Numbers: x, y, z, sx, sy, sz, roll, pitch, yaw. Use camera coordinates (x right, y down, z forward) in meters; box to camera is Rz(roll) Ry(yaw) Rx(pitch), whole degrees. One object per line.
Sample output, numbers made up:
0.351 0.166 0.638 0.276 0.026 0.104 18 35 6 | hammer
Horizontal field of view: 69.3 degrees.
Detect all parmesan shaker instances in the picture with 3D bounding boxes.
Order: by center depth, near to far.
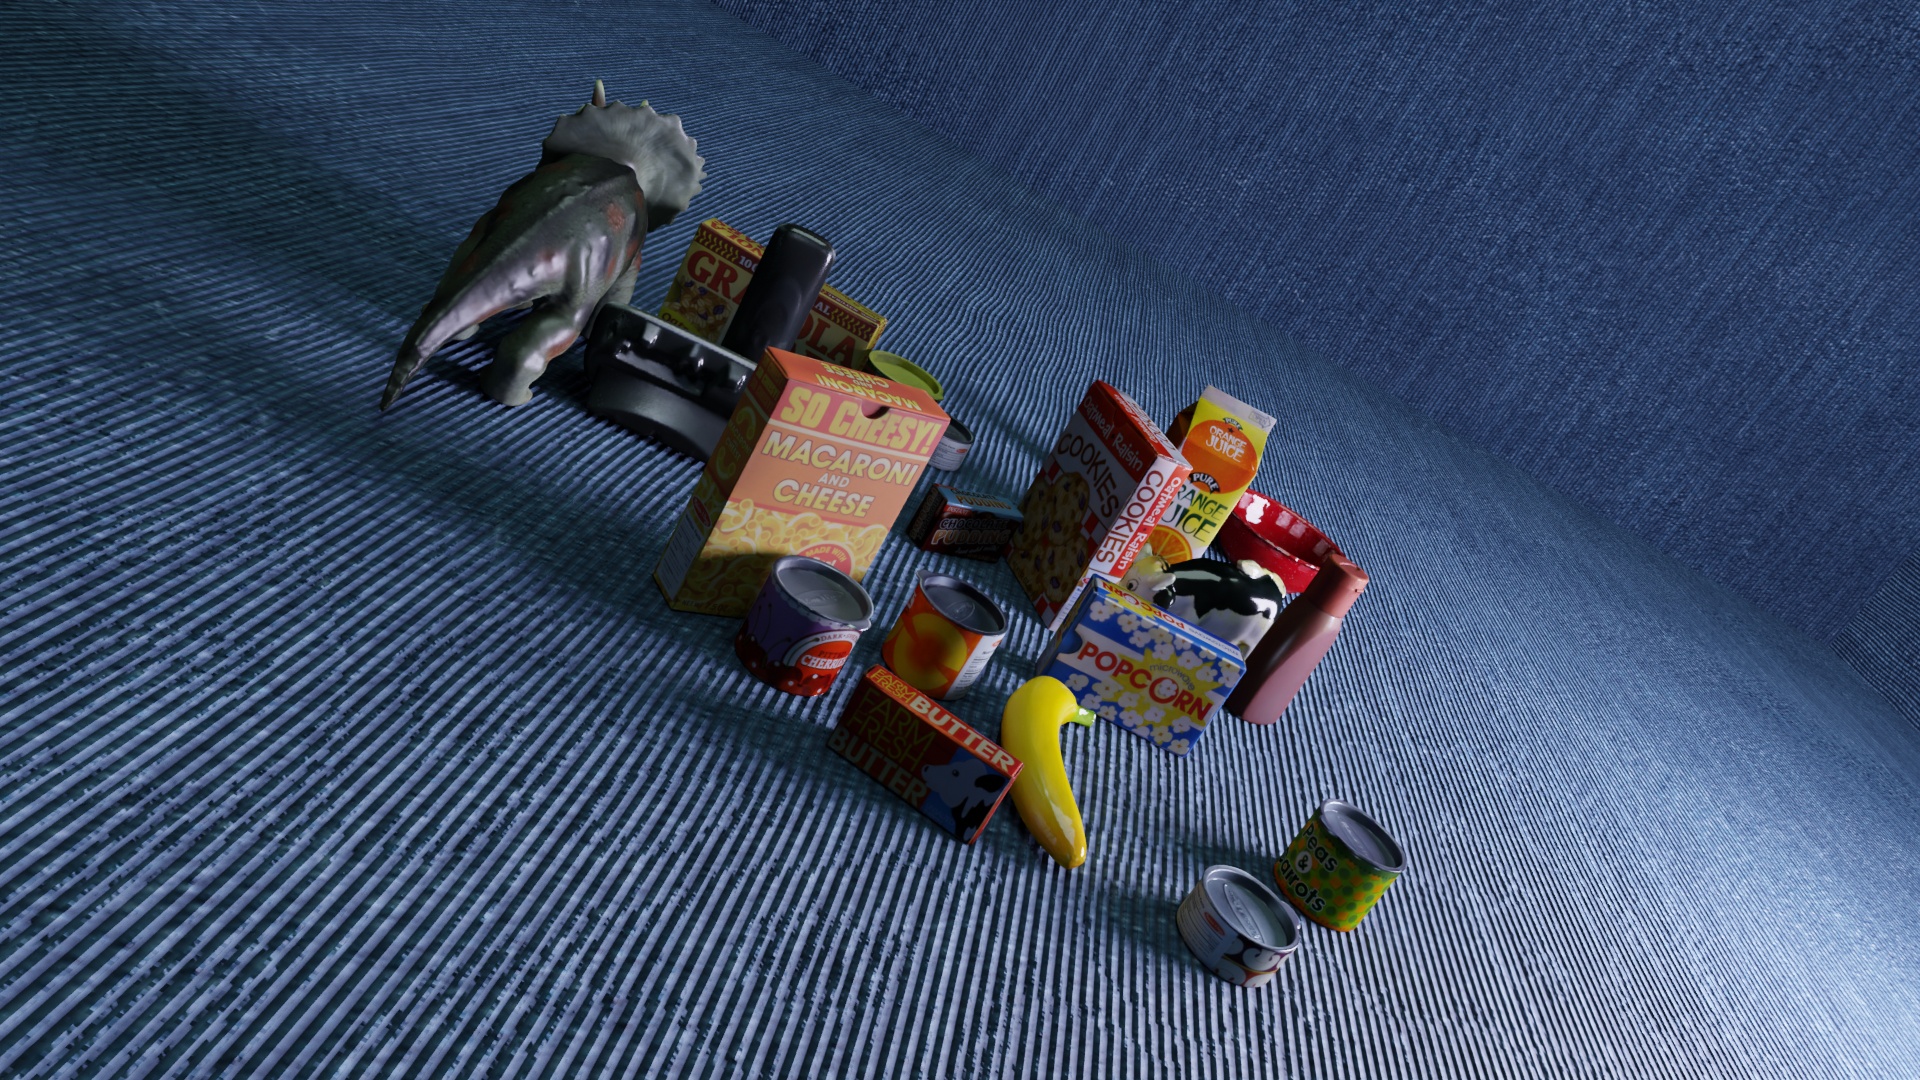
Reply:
-0.065 -0.091 1.119 0.071 0.102 0.071 26 22 -11 | parmesan shaker

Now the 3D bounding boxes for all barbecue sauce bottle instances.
0.271 0.080 1.116 0.065 0.148 0.044 7 31 -46 | barbecue sauce bottle

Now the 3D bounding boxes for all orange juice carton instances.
0.198 -0.043 1.230 0.072 0.192 0.073 27 21 -8 | orange juice carton

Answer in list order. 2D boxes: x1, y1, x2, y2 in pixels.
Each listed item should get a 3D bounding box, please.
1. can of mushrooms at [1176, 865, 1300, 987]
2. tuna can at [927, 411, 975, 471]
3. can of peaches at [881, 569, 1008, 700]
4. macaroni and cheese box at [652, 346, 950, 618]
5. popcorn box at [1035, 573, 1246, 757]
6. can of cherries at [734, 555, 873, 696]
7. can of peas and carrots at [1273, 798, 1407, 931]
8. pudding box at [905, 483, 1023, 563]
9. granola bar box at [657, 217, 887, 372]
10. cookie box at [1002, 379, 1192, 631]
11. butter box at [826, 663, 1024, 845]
0.164 0.227 0.815 0.071 0.033 0.071 26 22 -11 | can of mushrooms
-0.024 -0.096 1.279 0.071 0.032 0.071 26 22 -11 | tuna can
-0.013 0.062 0.915 0.071 0.058 0.071 26 22 -11 | can of peaches
-0.097 -0.026 0.852 0.124 0.165 0.040 11 29 -41 | macaroni and cheese box
0.129 0.090 0.997 0.127 0.085 0.038 27 21 -8 | popcorn box
-0.093 0.053 0.832 0.071 0.058 0.072 26 22 -11 | can of cherries
0.248 0.214 0.916 0.071 0.058 0.071 26 22 -11 | can of peas and carrots
0.004 -0.014 1.112 0.084 0.049 0.030 11 29 -41 | pudding box
-0.161 -0.167 1.133 0.165 0.123 0.039 30 21 0 | granola bar box
0.102 -0.026 1.105 0.040 0.166 0.123 18 25 -30 | cookie box
-0.021 0.120 0.784 0.103 0.053 0.024 34 21 9 | butter box
